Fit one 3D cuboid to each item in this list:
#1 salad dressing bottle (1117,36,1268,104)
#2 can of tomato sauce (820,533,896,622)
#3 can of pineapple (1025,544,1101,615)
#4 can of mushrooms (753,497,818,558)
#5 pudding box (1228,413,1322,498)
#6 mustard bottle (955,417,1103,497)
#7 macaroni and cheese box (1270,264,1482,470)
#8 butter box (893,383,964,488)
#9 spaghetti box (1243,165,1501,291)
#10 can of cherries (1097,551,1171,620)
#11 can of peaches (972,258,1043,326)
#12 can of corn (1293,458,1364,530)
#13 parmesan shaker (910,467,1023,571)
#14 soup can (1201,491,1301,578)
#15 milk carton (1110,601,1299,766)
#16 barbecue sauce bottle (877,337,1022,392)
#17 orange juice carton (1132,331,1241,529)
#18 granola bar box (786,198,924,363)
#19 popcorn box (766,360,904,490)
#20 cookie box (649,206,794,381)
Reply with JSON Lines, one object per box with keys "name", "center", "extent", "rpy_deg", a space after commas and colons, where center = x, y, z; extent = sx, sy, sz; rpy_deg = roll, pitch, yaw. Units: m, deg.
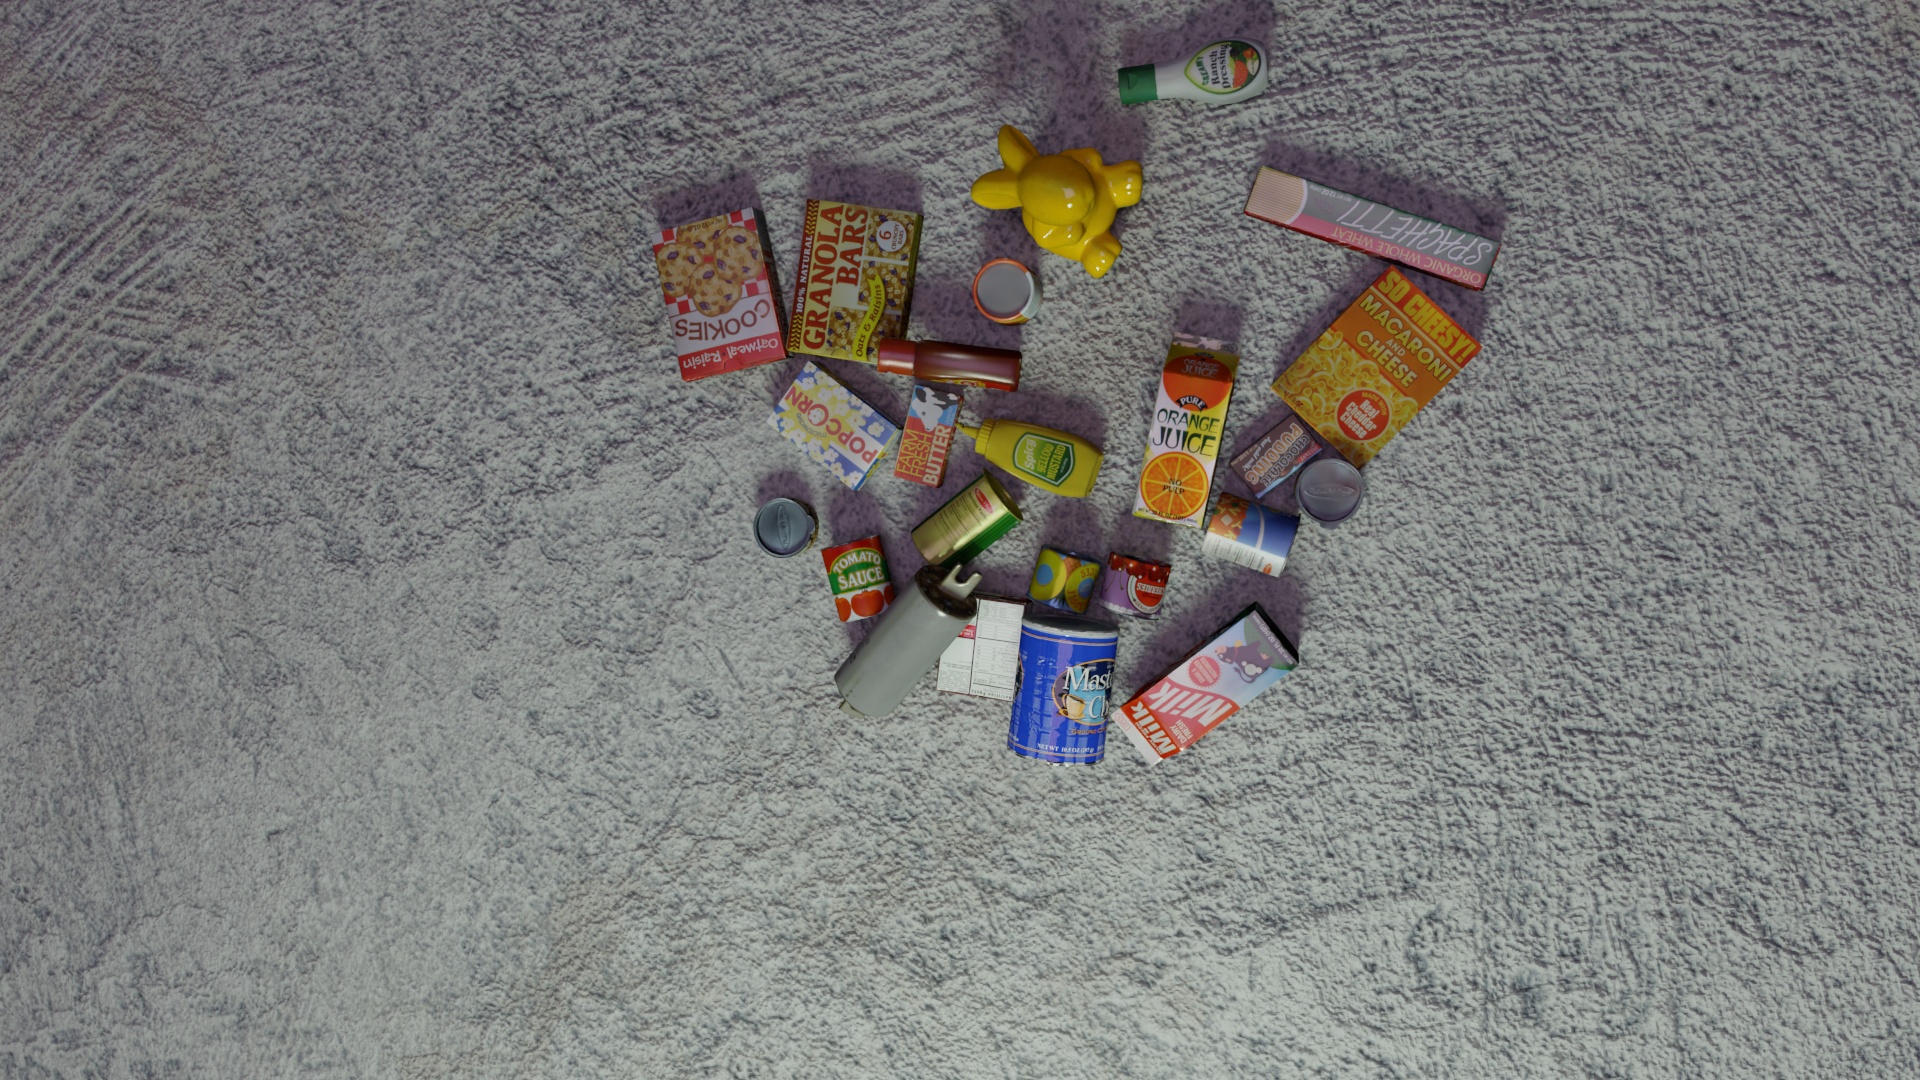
{"name": "salad dressing bottle", "center": [0.235, -0.470, 1.406], "extent": [0.147, 0.044, 0.064], "rpy_deg": [-5, 94, 12]}
{"name": "can of tomato sauce", "center": [-0.108, 0.041, 1.497], "extent": [0.071, 0.071, 0.083], "rpy_deg": [-15, 91, 13]}
{"name": "can of pineapple", "center": [0.110, 0.041, 1.452], "extent": [0.071, 0.071, 0.057], "rpy_deg": [18, 97, 10]}
{"name": "can of mushrooms", "center": [-0.189, -0.014, 1.529], "extent": [0.071, 0.033, 0.071], "rpy_deg": [1, 93, 12]}
{"name": "pudding box", "center": [0.322, -0.086, 1.419], "extent": [0.083, 0.030, 0.049], "rpy_deg": [-38, 87, 12]}
{"name": "mustard bottle", "center": [0.067, -0.095, 1.462], "extent": [0.160, 0.049, 0.065], "rpy_deg": [19, 96, 10]}
{"name": "macaroni and cheese box", "center": [0.413, -0.172, 1.389], "extent": [0.124, 0.040, 0.166], "rpy_deg": [45, 101, 6]}
{"name": "butter box", "center": [-0.035, -0.112, 1.495], "extent": [0.053, 0.024, 0.103], "rpy_deg": [15, 96, 11]}
{"name": "spaghetti box", "center": [0.410, -0.312, 1.387], "extent": [0.250, 0.029, 0.050], "rpy_deg": [21, 99, 10]}
{"name": "can of cherries", "center": [0.182, 0.047, 1.436], "extent": [0.071, 0.071, 0.058], "rpy_deg": [15, 96, 11]}
{"name": "can of peaches", "center": [0.047, -0.259, 1.451], "extent": [0.071, 0.058, 0.071], "rpy_deg": [1, 94, 11]}
{"name": "can of corn", "center": [0.370, -0.048, 1.397], "extent": [0.071, 0.058, 0.071], "rpy_deg": [1, 94, 12]}
{"name": "parmesan shaker", "center": [0.005, -0.018, 1.473], "extent": [0.103, 0.071, 0.071], "rpy_deg": [-38, 86, 13]}
{"name": "soup can", "center": [0.296, -0.009, 1.412], "extent": [0.084, 0.071, 0.071], "rpy_deg": [20, 98, 10]}
{"name": "milk carton", "center": [0.250, 0.150, 1.427], "extent": [0.190, 0.073, 0.072], "rpy_deg": [-40, 86, 12]}
{"name": "barbecue sauce bottle", "center": [-0.011, -0.186, 1.452], "extent": [0.149, 0.065, 0.043], "rpy_deg": [7, 96, -1]}
{"name": "orange juice carton", "center": [0.232, -0.113, 1.414], "extent": [0.072, 0.073, 0.192], "rpy_deg": [12, 96, 11]}
{"name": "granola bar box", "center": [-0.114, -0.276, 1.494], "extent": [0.124, 0.039, 0.165], "rpy_deg": [10, 96, 11]}
{"name": "popcorn box", "center": [-0.135, -0.125, 1.508], "extent": [0.127, 0.038, 0.085], "rpy_deg": [38, 101, 7]}
{"name": "cookie box", "center": [-0.261, -0.268, 1.525], "extent": [0.123, 0.040, 0.167], "rpy_deg": [-12, 91, 12]}
